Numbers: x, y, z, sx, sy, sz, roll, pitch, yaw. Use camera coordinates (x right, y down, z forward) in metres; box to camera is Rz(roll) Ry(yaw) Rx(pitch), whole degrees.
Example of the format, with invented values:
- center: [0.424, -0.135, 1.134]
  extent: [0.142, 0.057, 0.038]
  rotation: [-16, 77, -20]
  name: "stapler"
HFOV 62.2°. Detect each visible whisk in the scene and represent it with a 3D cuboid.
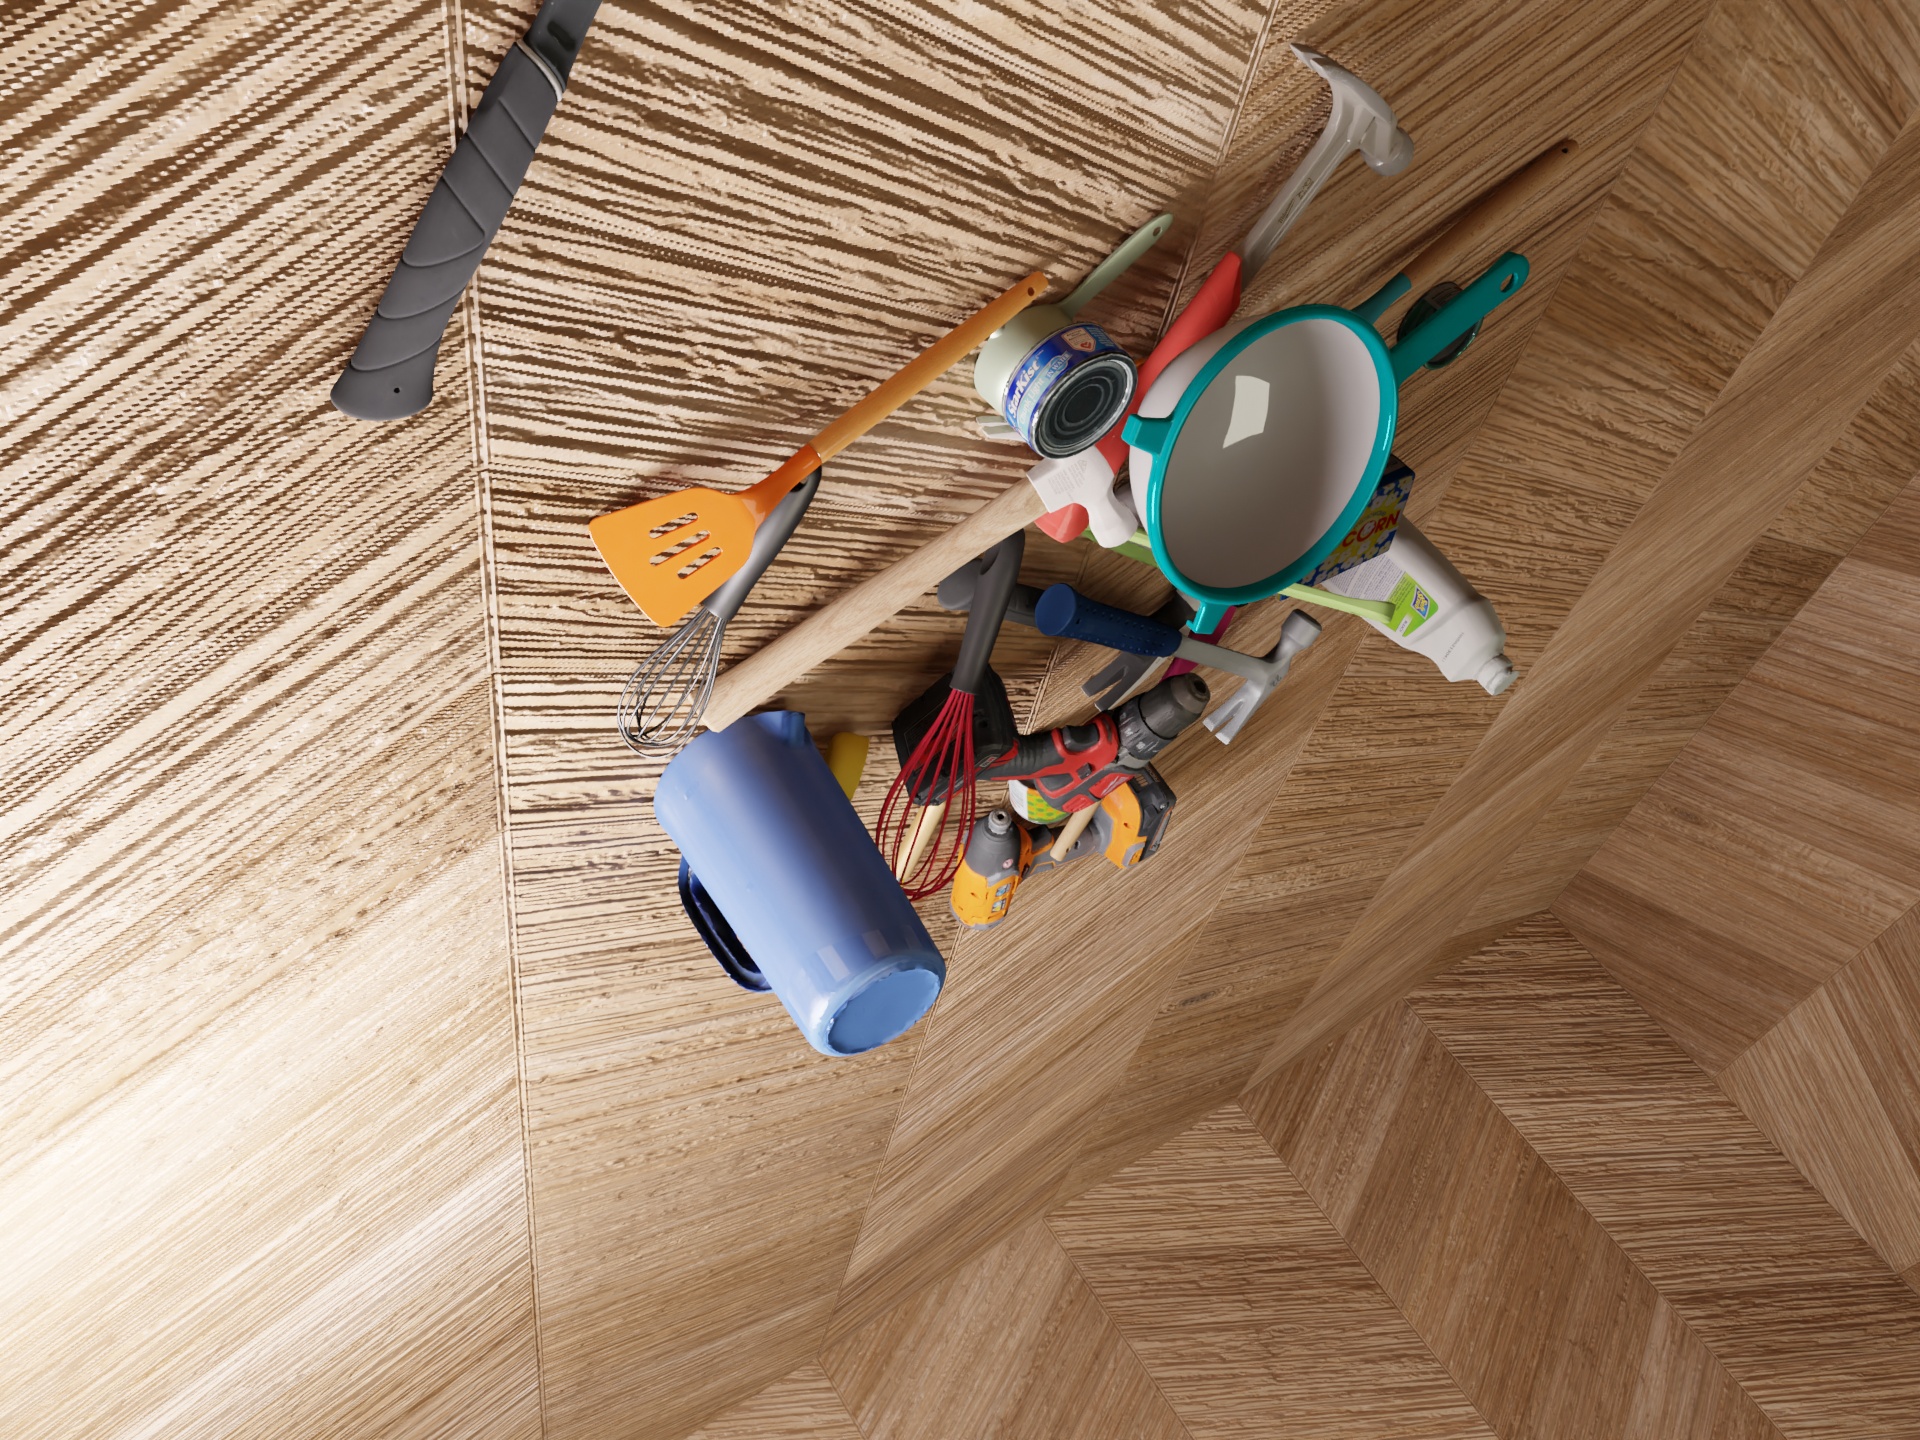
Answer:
- center: [-0.153, -0.071, 1.025]
  extent: [0.055, 0.055, 0.239]
  rotation: [4, 128, -53]
  name: "whisk"
- center: [-0.061, 0.157, 1.494]
  extent: [0.051, 0.047, 0.244]
  rotation: [-9, 138, -42]
  name: "whisk"
- center: [-0.002, -0.004, 1.167]
  extent: [0.073, 0.073, 0.296]
  rotation: [5, 104, -53]
  name: "whisk"

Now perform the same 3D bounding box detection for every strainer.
- center: [0.238, -0.230, 1.092]
  extent: [0.340, 0.095, 0.210]
  rotation: [-38, 135, -10]
  name: "strainer"
- center: [0.211, -0.136, 1.189]
  extent: [0.151, 0.256, 0.069]
  rotation: [16, 93, -58]
  name: "strainer"

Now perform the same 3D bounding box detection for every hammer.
- center: [0.185, -0.060, 1.380]
  extent: [0.405, 0.035, 0.144]
  rotation: [10, 120, -54]
  name: "hammer"
- center: [0.159, -0.273, 1.083]
  extent: [0.149, 0.037, 0.359]
  rotation: [9, 124, -52]
  name: "hammer"
- center: [0.087, -0.081, 1.313]
  extent: [0.146, 0.035, 0.334]
  rotation: [-50, 151, 20]
  name: "hammer"
- center: [-0.173, -0.293, 0.671]
  extent: [0.149, 0.036, 0.409]
  rotation: [3, 132, -51]
  name: "hammer"
- center: [-0.044, -0.095, 1.097]
  extent: [0.331, 0.031, 0.129]
  rotation: [-33, 124, 4]
  name: "hammer"

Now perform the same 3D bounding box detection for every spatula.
- center: [0.361, -0.354, 1.211]
  extent: [0.317, 0.082, 0.044]
  rotation: [-39, 170, -9]
  name: "spatula"
- center: [-0.074, -0.178, 0.964]
  extent: [0.322, 0.041, 0.081]
  rotation: [-40, 120, -13]
  name: "spatula"

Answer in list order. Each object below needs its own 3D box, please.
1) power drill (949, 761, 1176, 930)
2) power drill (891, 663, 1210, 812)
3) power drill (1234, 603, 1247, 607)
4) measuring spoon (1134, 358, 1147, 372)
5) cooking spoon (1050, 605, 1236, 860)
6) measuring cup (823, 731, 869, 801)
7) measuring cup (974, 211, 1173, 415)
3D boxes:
- center: [0.098, 0.112, 1.578]
  extent: [0.226, 0.084, 0.164]
  rotation: [-22, 148, -22]
  name: "power drill"
- center: [0.079, 0.010, 1.308]
  extent: [0.226, 0.080, 0.188]
  rotation: [7, 147, -40]
  name: "power drill"
- center: [0.248, -0.201, 1.285]
  extent: [0.143, 0.079, 0.219]
  rotation: [-28, 148, -20]
  name: "power drill"
- center: [0.084, -0.232, 1.107]
  extent: [0.117, 0.011, 0.021]
  rotation: [-22, 145, -23]
  name: "measuring spoon"
- center: [0.173, -0.006, 1.476]
  extent: [0.319, 0.017, 0.068]
  rotation: [-58, 148, 3]
  name: "cooking spoon"
- center: [-0.112, 0.061, 1.292]
  extent: [0.029, 0.062, 0.156]
  rotation: [20, 144, -13]
  name: "measuring cup"
- center: [0.082, -0.258, 1.028]
  extent: [0.167, 0.038, 0.083]
  rotation: [-42, 153, 12]
  name: "measuring cup"
